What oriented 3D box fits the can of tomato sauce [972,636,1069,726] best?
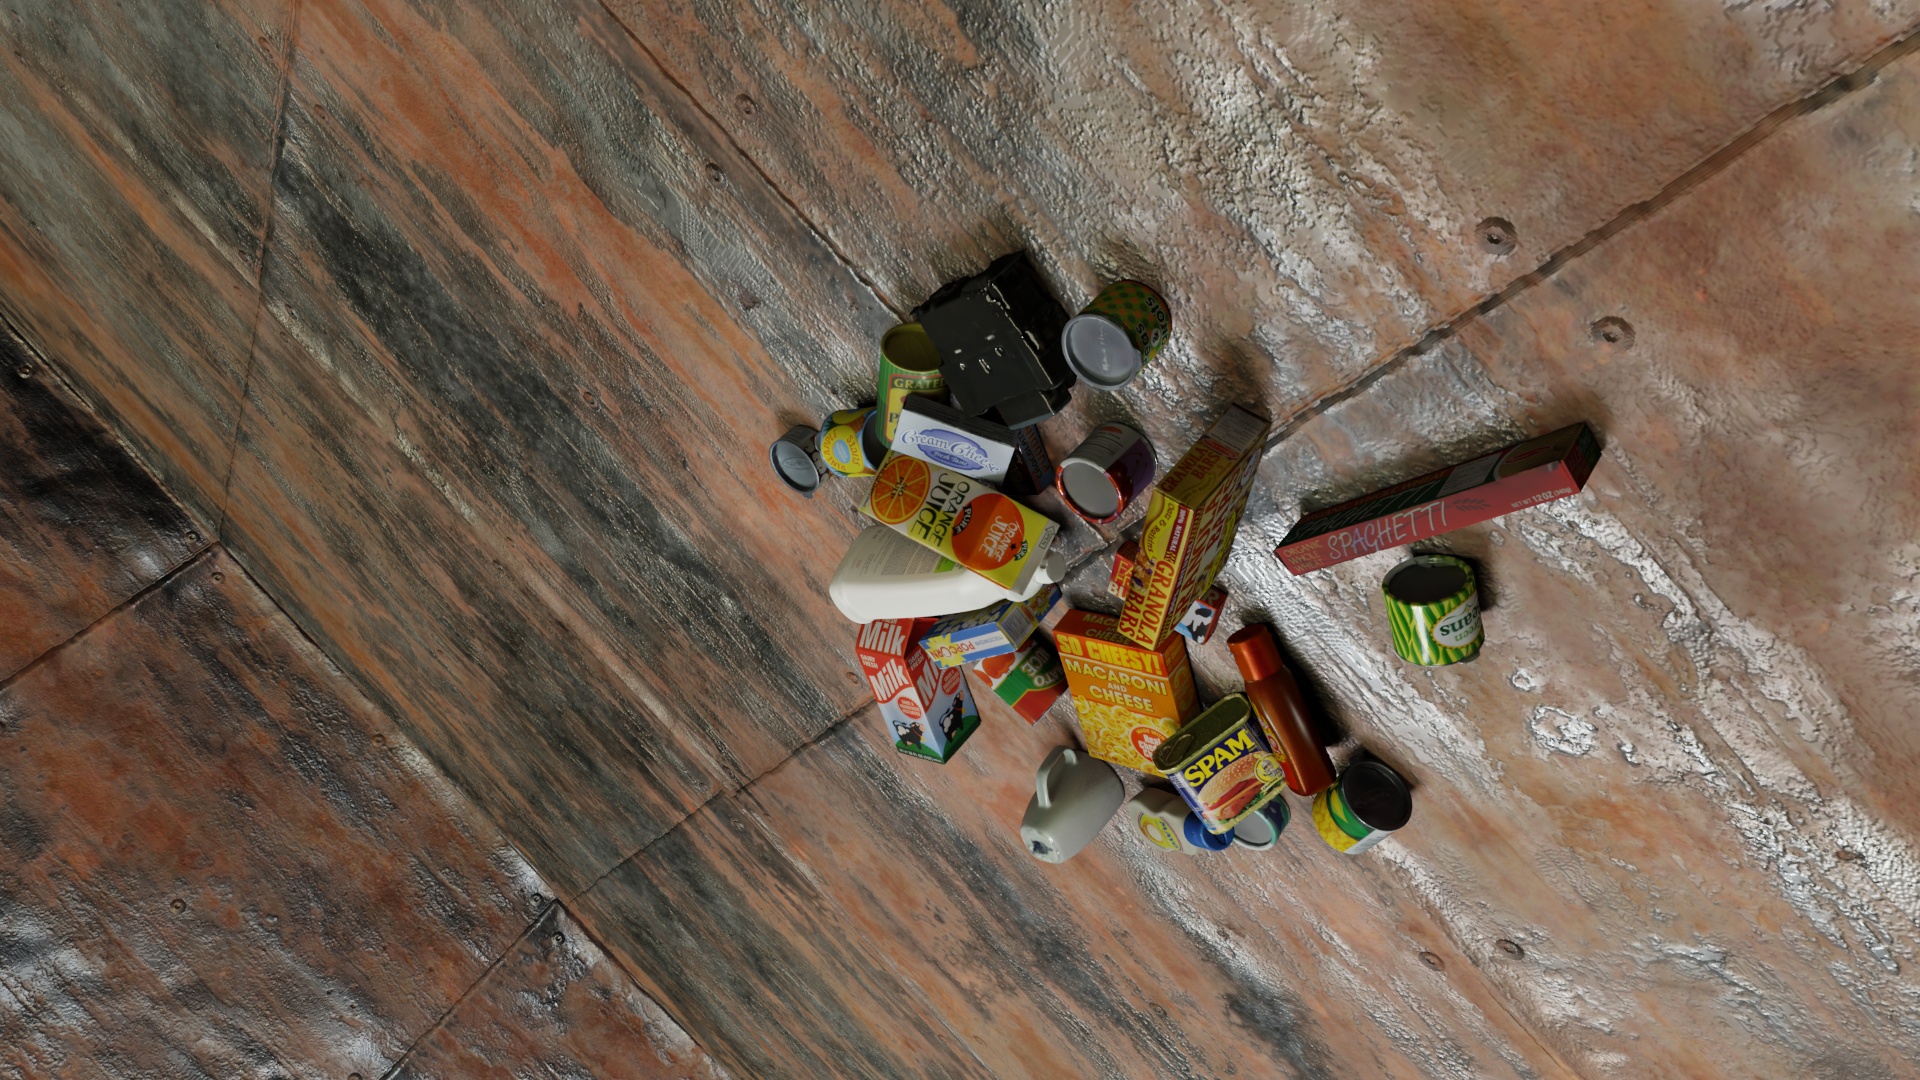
[{"bbox_3d":[0.064,0.133,1.387,0.083,0.071,0.070,42,143,5],"label":"can of tomato sauce"}]

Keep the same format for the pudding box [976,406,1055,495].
[{"bbox_3d":[0.045,-0.082,1.232,0.049,0.030,0.083,3,126,43],"label":"pudding box"}]

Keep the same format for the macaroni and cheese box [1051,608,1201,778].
[{"bbox_3d":[0.165,0.148,1.327,0.124,0.040,0.165,10,131,38],"label":"macaroni and cheese box"}]

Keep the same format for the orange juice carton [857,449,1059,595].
[{"bbox_3d":[0.004,-0.016,1.246,0.193,0.072,0.073,27,178,41],"label":"orange juice carton"}]

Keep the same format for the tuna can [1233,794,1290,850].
[{"bbox_3d":[0.278,0.261,1.332,0.071,0.033,0.070,25,139,24],"label":"tuna can"}]

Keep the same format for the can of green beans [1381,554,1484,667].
[{"bbox_3d":[0.352,0.052,1.036,0.071,0.071,0.057,6,128,40],"label":"can of green beans"}]

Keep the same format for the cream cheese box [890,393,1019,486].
[{"bbox_3d":[-0.005,-0.087,1.201,0.104,0.024,0.053,19,138,0],"label":"cream cheese box"}]

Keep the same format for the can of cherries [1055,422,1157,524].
[{"bbox_3d":[0.122,-0.054,1.161,0.071,0.059,0.071,25,138,25],"label":"can of cherries"}]

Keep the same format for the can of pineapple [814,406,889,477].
[{"bbox_3d":[-0.093,-0.093,1.319,0.058,0.071,0.070,-1,124,43],"label":"can of pineapple"}]

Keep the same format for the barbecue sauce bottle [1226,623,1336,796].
[{"bbox_3d":[0.277,0.145,1.203,0.065,0.043,0.148,-97,-18,-80],"label":"barbecue sauce bottle"}]

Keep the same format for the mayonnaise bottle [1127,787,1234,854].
[{"bbox_3d":[0.217,0.278,1.362,0.064,0.041,0.148,60,162,-4],"label":"mayonnaise bottle"}]

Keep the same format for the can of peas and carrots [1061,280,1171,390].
[{"bbox_3d":[0.122,-0.157,1.063,0.071,0.059,0.070,25,139,24],"label":"can of peas and carrots"}]

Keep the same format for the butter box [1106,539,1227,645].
[{"bbox_3d":[0.181,0.046,1.228,0.103,0.024,0.052,31,142,19],"label":"butter box"}]

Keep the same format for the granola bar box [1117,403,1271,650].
[{"bbox_3d":[0.183,-0.008,1.092,0.039,0.125,0.164,30,141,21],"label":"granola bar box"}]

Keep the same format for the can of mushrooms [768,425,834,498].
[{"bbox_3d":[-0.160,-0.081,1.426,0.071,0.034,0.070,25,138,24],"label":"can of mushrooms"}]

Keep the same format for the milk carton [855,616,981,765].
[{"bbox_3d":[-0.050,0.143,1.499,0.072,0.074,0.189,7,129,40],"label":"milk carton"}]

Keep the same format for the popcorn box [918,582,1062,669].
[{"bbox_3d":[0.029,0.077,1.351,0.126,0.085,0.038,-19,112,50],"label":"popcorn box"}]

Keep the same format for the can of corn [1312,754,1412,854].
[{"bbox_3d":[0.348,0.230,1.211,0.071,0.071,0.058,39,143,8],"label":"can of corn"}]

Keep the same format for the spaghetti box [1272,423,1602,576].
[{"bbox_3d":[0.333,-0.025,0.996,0.028,0.050,0.249,54,143,-10],"label":"spaghetti box"}]

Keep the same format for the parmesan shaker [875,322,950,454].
[{"bbox_3d":[-0.038,-0.133,1.235,0.071,0.072,0.102,30,141,19],"label":"parmesan shaker"}]
